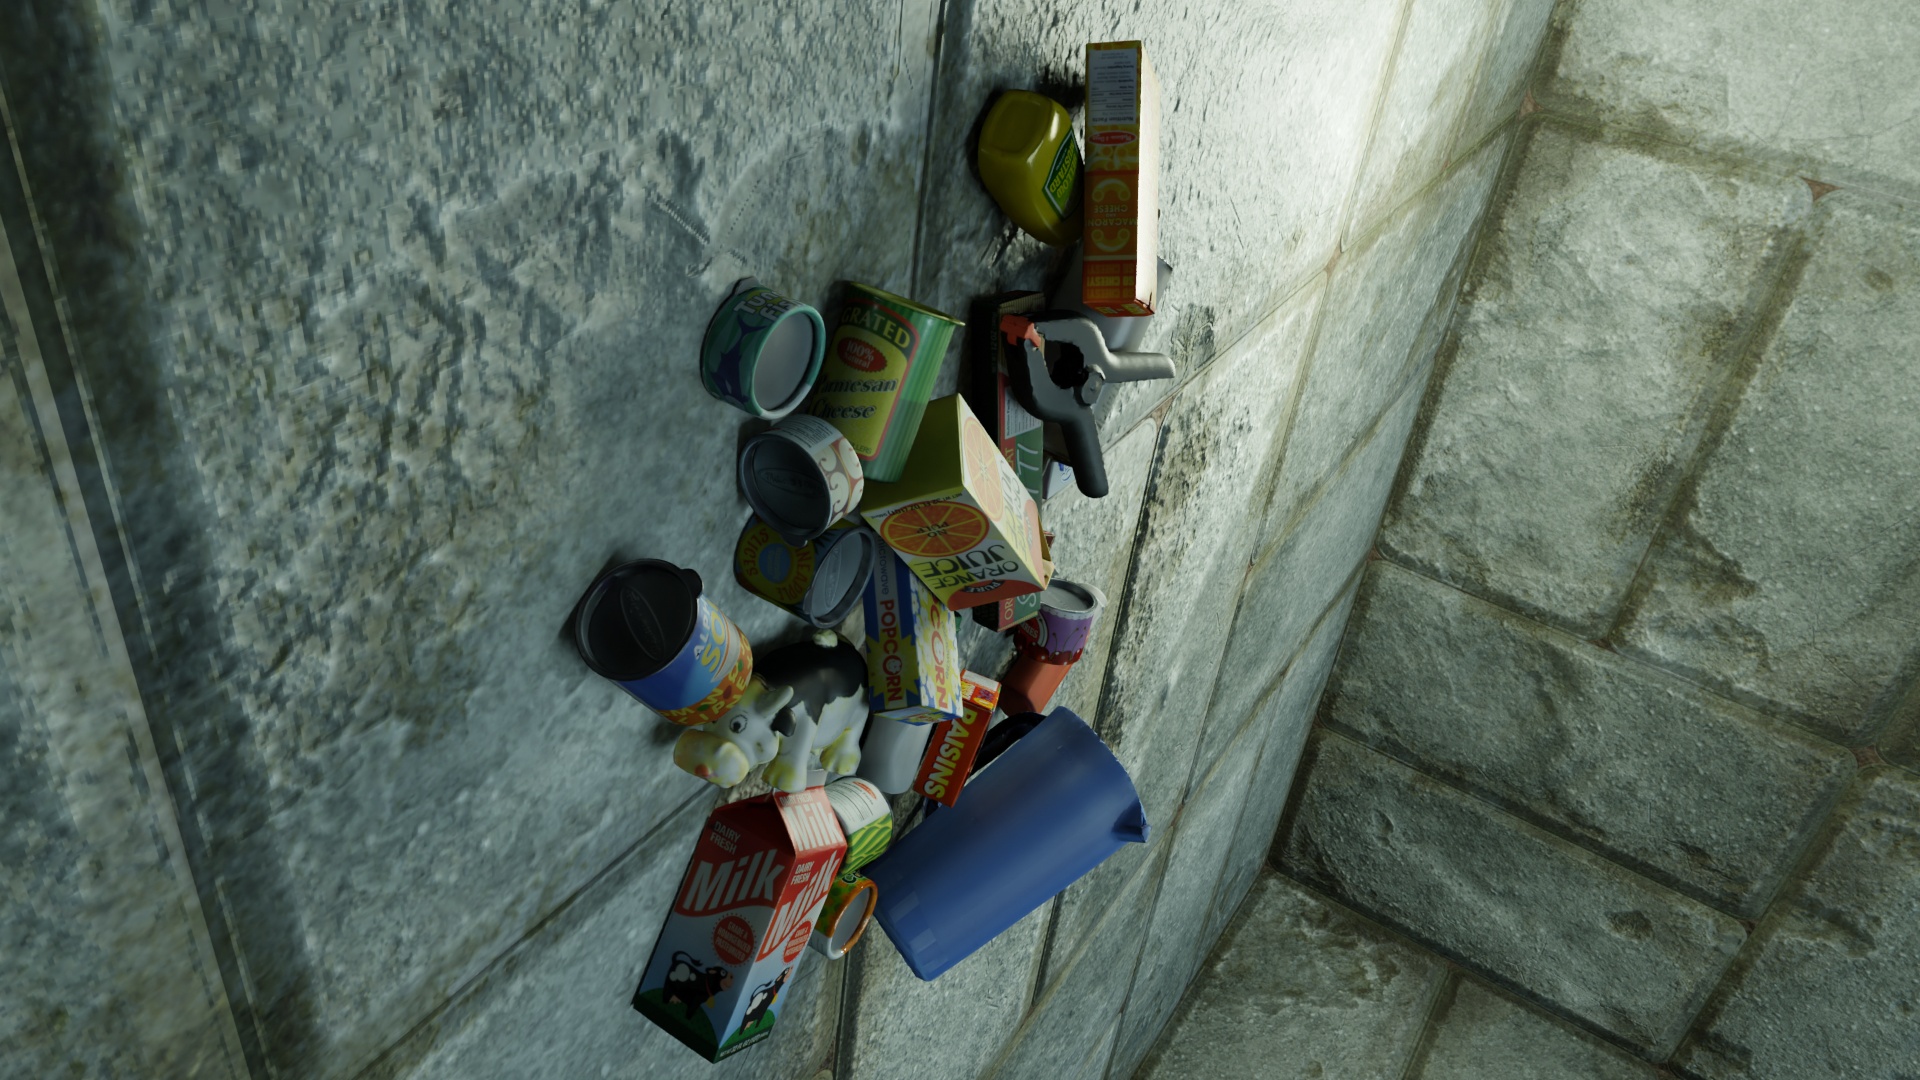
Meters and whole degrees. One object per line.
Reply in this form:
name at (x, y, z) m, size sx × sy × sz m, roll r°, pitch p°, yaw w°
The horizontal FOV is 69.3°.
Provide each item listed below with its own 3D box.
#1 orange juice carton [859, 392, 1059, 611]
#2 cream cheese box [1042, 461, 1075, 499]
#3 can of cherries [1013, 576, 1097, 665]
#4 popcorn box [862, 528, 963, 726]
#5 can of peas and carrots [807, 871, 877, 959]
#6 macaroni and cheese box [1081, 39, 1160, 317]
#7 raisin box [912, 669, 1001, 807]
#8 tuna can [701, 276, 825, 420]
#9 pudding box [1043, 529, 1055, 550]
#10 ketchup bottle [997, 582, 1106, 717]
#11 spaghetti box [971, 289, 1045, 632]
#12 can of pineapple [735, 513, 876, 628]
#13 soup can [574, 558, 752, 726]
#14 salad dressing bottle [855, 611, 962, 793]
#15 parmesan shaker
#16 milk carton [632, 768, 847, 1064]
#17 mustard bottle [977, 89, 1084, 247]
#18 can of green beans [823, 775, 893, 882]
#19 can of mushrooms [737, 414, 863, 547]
orange juice carton at (0.003, -0.012, 0.930) m, size 0.192 × 0.072 × 0.073 m, roll 51°, pitch 30°, yaw -54°
cream cheese box at (0.082, -0.089, 1.155) m, size 0.053 × 0.024 × 0.103 m, roll -37°, pitch 144°, yaw -46°
can of cherries at (0.084, 0.073, 1.267) m, size 0.072 × 0.071 × 0.058 m, roll -26°, pitch 136°, yaw -56°
popcorn box at (-0.034, 0.059, 0.957) m, size 0.085 × 0.038 × 0.127 m, roll 35°, pitch 47°, yaw -67°
can of peas and carrots at (-0.104, 0.277, 1.068) m, size 0.071 × 0.059 × 0.070 m, roll -48°, pitch 152°, yaw -36°
macaroni and cheese box at (0.112, -0.241, 0.950) m, size 0.124 × 0.040 × 0.166 m, roll -17°, pitch 108°, yaw -76°
raisin box at (-0.001, 0.162, 1.151) m, size 0.123 × 0.040 × 0.086 m, roll -37°, pitch 150°, yaw -84°
tuna can at (-0.103, -0.101, 0.735) m, size 0.071 × 0.033 × 0.070 m, roll -47°, pitch 152°, yaw -36°
pudding box at (0.046, 0.027, 1.182) m, size 0.050 × 0.030 × 0.083 m, roll 7°, pitch 106°, yaw -65°
ketchup bottle at (0.091, 0.105, 1.337) m, size 0.149 × 0.043 × 0.064 m, roll -52°, pitch 154°, yaw -29°
spaghetti box at (0.034, -0.054, 1.006) m, size 0.050 × 0.029 × 0.249 m, roll -22°, pitch 121°, yaw -43°
can of pineapple at (-0.094, 0.012, 0.833) m, size 0.071 × 0.058 × 0.070 m, roll -47°, pitch 150°, yaw -37°
soup can at (-0.152, 0.054, 0.735) m, size 0.071 × 0.071 × 0.083 m, roll -59°, pitch 157°, yaw -15°
salad dressing bottle at (-0.038, 0.121, 1.078) m, size 0.064 × 0.044 × 0.147 m, roll -5°, pitch 116°, yaw -68°
parmesan shaker at (-0.047, -0.091, 0.814) m, size 0.071 × 0.071 × 0.103 m, roll -3°, pitch 115°, yaw -64°
milk carton at (-0.140, 0.242, 0.937) m, size 0.072 × 0.073 × 0.190 m, roll 15°, pitch 98°, yaw -66°
mustard bottle at (0.057, -0.235, 0.926) m, size 0.065 × 0.049 × 0.160 m, roll -66°, pitch 158°, yaw -6°
can of green beans at (-0.092, 0.213, 1.023) m, size 0.058 × 0.071 × 0.071 m, roll -13°, pitch 124°, yaw -61°
can of mushrooms at (-0.090, -0.034, 0.785) m, size 0.034 × 0.071 × 0.070 m, roll -41°, pitch 147°, yaw -46°
